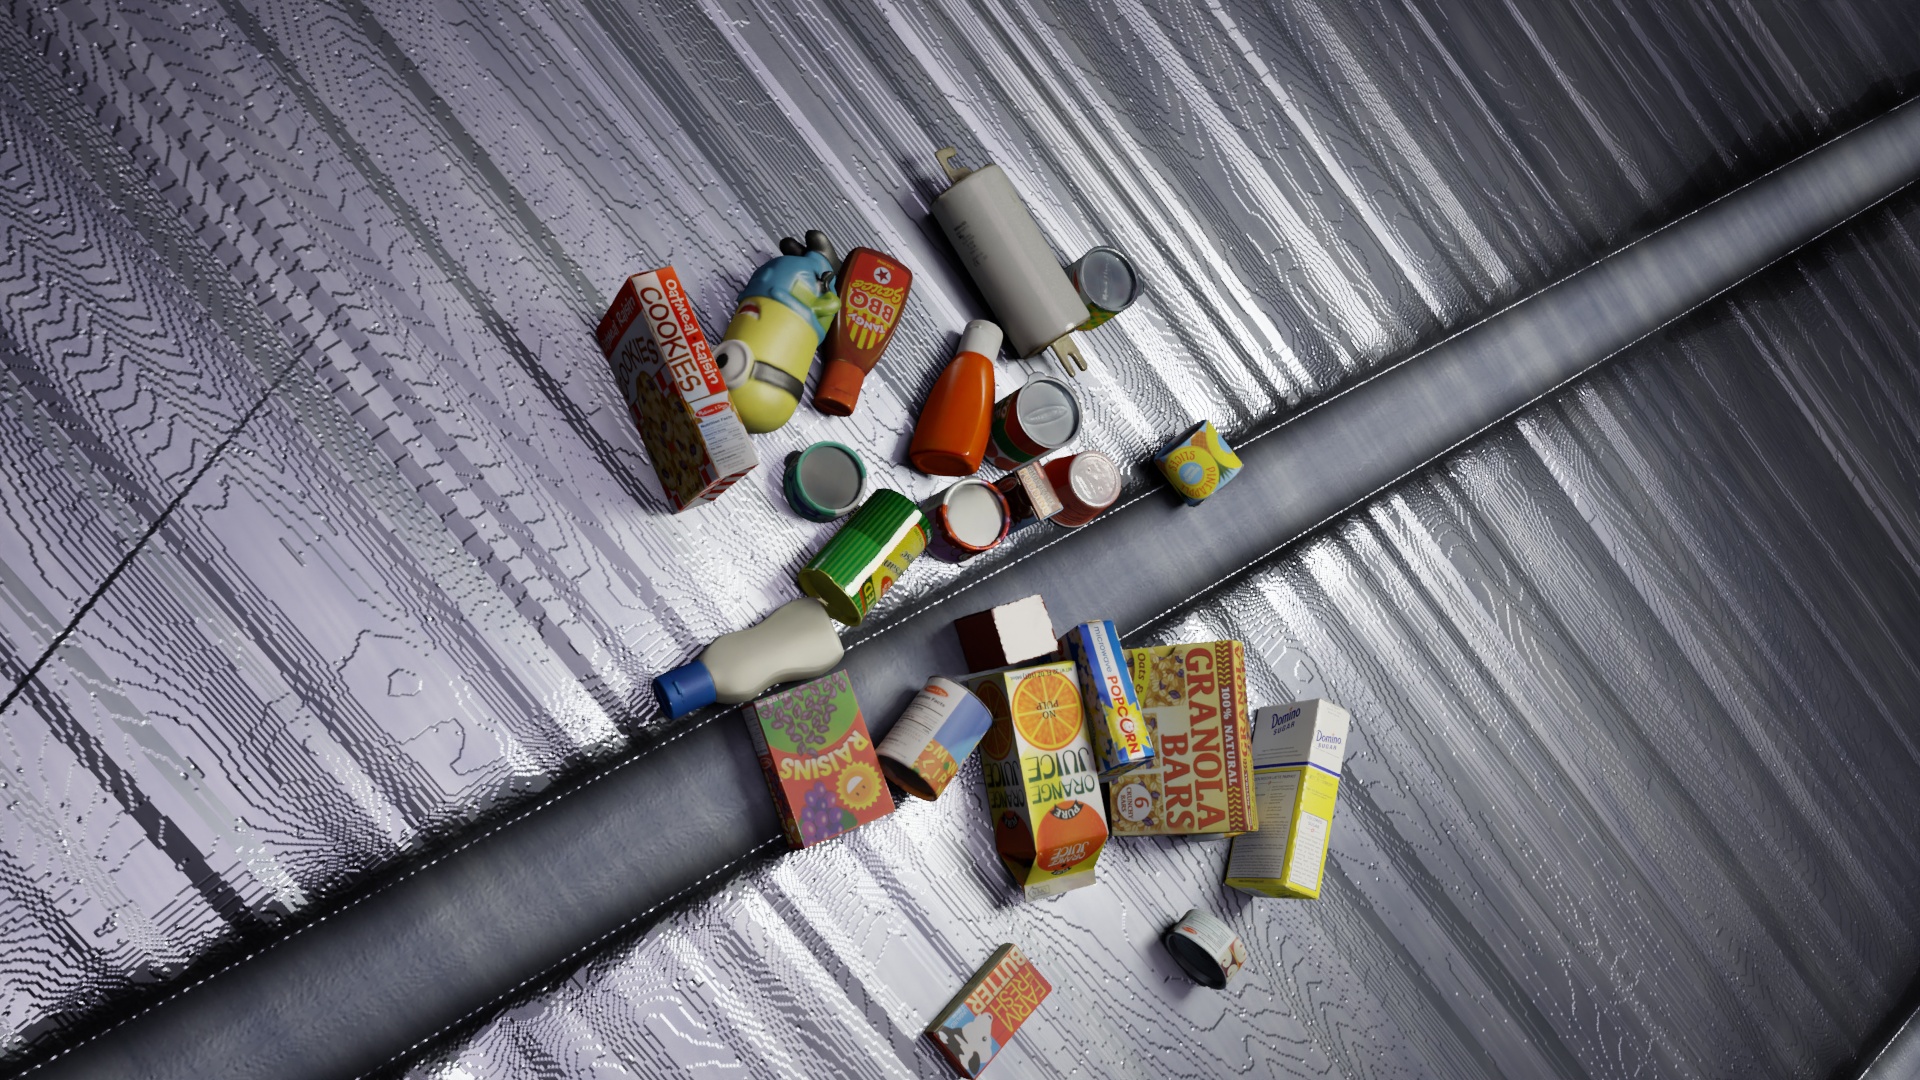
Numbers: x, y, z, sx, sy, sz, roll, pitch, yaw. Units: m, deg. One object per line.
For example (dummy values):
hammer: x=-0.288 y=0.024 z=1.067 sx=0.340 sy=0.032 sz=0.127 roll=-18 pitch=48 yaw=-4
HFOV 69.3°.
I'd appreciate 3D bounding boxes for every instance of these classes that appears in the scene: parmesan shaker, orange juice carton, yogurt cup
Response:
parmesan shaker: x=-0.078 y=0.012 z=1.160 sx=0.071 sy=0.071 sz=0.103 roll=46 pitch=63 yaw=-10
orange juice carton: x=0.069 y=0.204 z=1.184 sx=0.072 sy=0.073 sz=0.193 roll=-6 pitch=81 yaw=-27
yogurt cup: x=0.111 y=-0.050 z=1.277 sx=0.072 sy=0.053 sz=0.072 roll=6 pitch=75 yaw=-24

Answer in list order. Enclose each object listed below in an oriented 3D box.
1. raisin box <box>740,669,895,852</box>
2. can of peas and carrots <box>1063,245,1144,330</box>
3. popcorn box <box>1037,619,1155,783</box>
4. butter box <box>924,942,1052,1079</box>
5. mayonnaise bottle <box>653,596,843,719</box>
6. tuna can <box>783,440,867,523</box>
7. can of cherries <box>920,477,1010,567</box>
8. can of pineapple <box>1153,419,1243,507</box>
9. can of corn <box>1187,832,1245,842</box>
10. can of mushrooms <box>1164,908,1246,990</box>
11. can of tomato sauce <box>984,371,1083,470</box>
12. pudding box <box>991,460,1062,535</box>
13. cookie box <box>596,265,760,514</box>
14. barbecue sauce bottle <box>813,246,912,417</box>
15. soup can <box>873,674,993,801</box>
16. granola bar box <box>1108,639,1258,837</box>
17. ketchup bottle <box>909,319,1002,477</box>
raisin box: x=-0.115 y=0.177 z=1.121 sx=0.086 sy=0.040 sz=0.123 roll=-18 pitch=85 yaw=-29
can of peas and carrots: x=0.130 y=-0.240 z=1.330 sx=0.071 sy=0.058 sz=0.071 roll=6 pitch=75 yaw=-25
popcorn box: x=0.116 y=0.141 z=1.203 sx=0.038 sy=0.085 sz=0.127 roll=-6 pitch=69 yaw=-27
butter box: x=0.024 y=0.387 z=1.145 sx=0.104 sy=0.024 sz=0.053 roll=-41 pitch=96 yaw=-28
mayonnaise bottle: x=-0.171 y=0.098 z=1.112 sx=0.148 sy=0.041 sz=0.065 roll=-22 pitch=77 yaw=-27
tuna can: x=-0.116 y=-0.052 z=1.179 sx=0.071 sy=0.032 sz=0.071 roll=6 pitch=75 yaw=-25
can of cherries: x=0.004 y=-0.015 z=1.214 sx=0.071 sy=0.058 sz=0.071 roll=6 pitch=75 yaw=-24
can of pineapple: x=0.227 y=-0.074 z=1.331 sx=0.071 sy=0.071 sz=0.058 roll=-42 pitch=97 yaw=-27
can of corn: x=0.233 y=0.237 z=1.260 sx=0.071 sy=0.071 sz=0.058 roll=-10 pitch=83 yaw=-27
can of mushrooms: x=0.216 y=0.361 z=1.223 sx=0.033 sy=0.071 sz=0.071 roll=-41 pitch=97 yaw=-28
can of tomato sauce: x=0.060 y=-0.106 z=1.249 sx=0.071 sy=0.083 sz=0.071 roll=6 pitch=75 yaw=-25
pudding box: x=0.050 y=-0.035 z=1.227 sx=0.030 sy=0.083 sz=0.049 roll=-26 pitch=90 yaw=-29
cookie box: x=-0.226 y=-0.115 z=1.090 sx=0.040 sy=0.122 sz=0.167 roll=-23 pitch=89 yaw=-29
barbecue sauce bottle: x=-0.090 y=-0.181 z=1.217 sx=0.065 sy=0.043 sz=0.149 roll=24 pitch=69 yaw=-20
soup can: x=-0.022 y=0.166 z=1.154 sx=0.071 sy=0.071 sz=0.084 roll=43 pitch=64 yaw=-11
granola bar box: x=0.191 y=0.175 z=1.224 sx=0.039 sy=0.124 sz=0.166 roll=21 pitch=63 yaw=-61
ketchup bottle: x=0.003 y=-0.129 z=1.243 sx=0.043 sy=0.065 sz=0.149 roll=56 pitch=44 yaw=-52
